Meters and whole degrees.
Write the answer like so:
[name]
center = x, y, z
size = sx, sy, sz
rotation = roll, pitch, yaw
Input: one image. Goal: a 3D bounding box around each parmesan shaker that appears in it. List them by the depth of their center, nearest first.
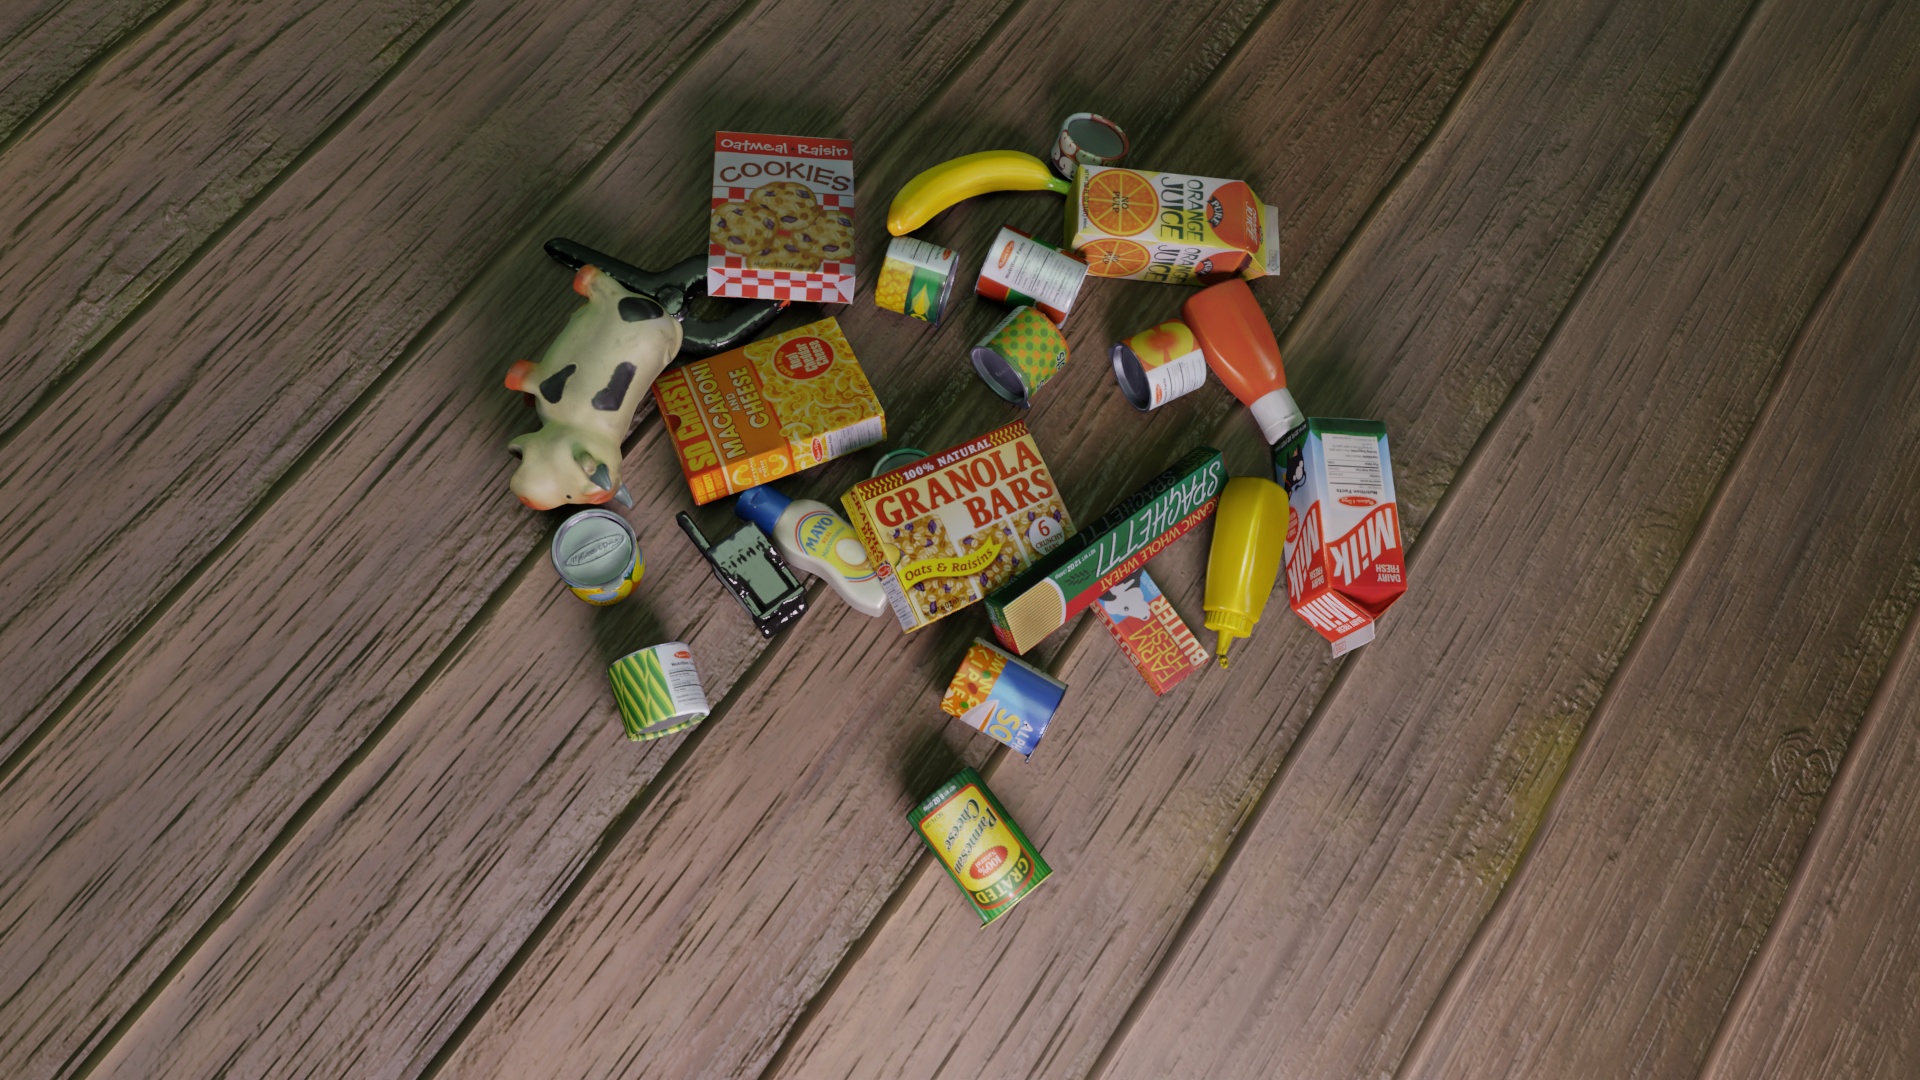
[parmesan shaker]
center = 0.012, 0.235, 1.065
size = 0.071, 0.071, 0.103
rotation = -36, 79, -15

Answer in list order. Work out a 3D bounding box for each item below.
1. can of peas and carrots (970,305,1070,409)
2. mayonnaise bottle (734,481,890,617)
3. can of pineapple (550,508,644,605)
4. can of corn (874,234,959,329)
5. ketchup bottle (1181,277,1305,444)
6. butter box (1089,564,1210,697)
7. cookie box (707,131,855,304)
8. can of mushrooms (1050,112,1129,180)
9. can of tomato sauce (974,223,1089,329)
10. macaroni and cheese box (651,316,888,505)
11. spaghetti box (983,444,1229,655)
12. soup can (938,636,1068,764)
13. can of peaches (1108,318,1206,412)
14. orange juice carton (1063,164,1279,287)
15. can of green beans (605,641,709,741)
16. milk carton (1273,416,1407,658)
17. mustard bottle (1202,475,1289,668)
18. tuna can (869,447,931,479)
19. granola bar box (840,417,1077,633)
[can of peas and carrots]
center = 0.054, -0.158, 1.198
size = 0.071, 0.070, 0.059
rotation = 42, 73, 8
[mayonnaise bottle]
center = -0.115, 0.001, 1.142
size = 0.148, 0.041, 0.065
rotation = 31, 71, 4
[can of pineapple]
center = -0.289, 0.016, 1.111
size = 0.071, 0.057, 0.071
rotation = 2, 72, -5
[can of corn]
center = -0.039, -0.226, 1.213
size = 0.058, 0.071, 0.071
rotation = 18, 71, 1
[ketchup bottle]
center = 0.255, -0.157, 1.229
size = 0.065, 0.043, 0.149
rotation = -23, 76, -11
[butter box]
center = 0.155, 0.073, 1.154
size = 0.053, 0.024, 0.103
rotation = -33, 78, -15
[cookie box]
center = -0.155, -0.283, 1.210
size = 0.123, 0.040, 0.168
rotation = 2, 57, -9
[can of mushrooms]
center = 0.121, -0.358, 1.276
size = 0.071, 0.033, 0.071
rotation = 11, 52, -14
[can of tomato sauce]
center = 0.064, -0.232, 1.225
size = 0.083, 0.071, 0.071
rotation = 25, 72, 2
[macaroni and cheese box]
center = -0.160, -0.111, 1.155
size = 0.167, 0.040, 0.124
rotation = -20, 55, -12
[spaghetti box]
center = 0.127, 0.004, 1.143
size = 0.251, 0.029, 0.050
rotation = -34, 122, -22
[soup can]
center = 0.033, 0.126, 1.102
size = 0.084, 0.071, 0.071
rotation = 28, 72, 4
[can of peaches]
center = 0.171, -0.154, 1.209
size = 0.058, 0.071, 0.071
rotation = -25, 76, -12
[orange juice carton]
center = 0.193, -0.279, 1.247
size = 0.193, 0.072, 0.072
rotation = 5, 71, -5
[can of green beans]
center = -0.235, 0.118, 1.079
size = 0.071, 0.071, 0.058
rotation = -19, 76, -11
[milk carton]
center = 0.319, -0.002, 1.166
size = 0.073, 0.072, 0.191
rotation = 2, 71, -12
[mustard bottle]
center = 0.232, 0.028, 1.156
size = 0.049, 0.065, 0.160
rotation = 6, 75, 40
[tuna can]
center = -0.042, -0.042, 1.168
size = 0.071, 0.032, 0.071
rotation = 2, 72, -5
[granola bar box]
center = 0.004, -0.014, 1.129
size = 0.166, 0.039, 0.124
rotation = -24, 86, -26
